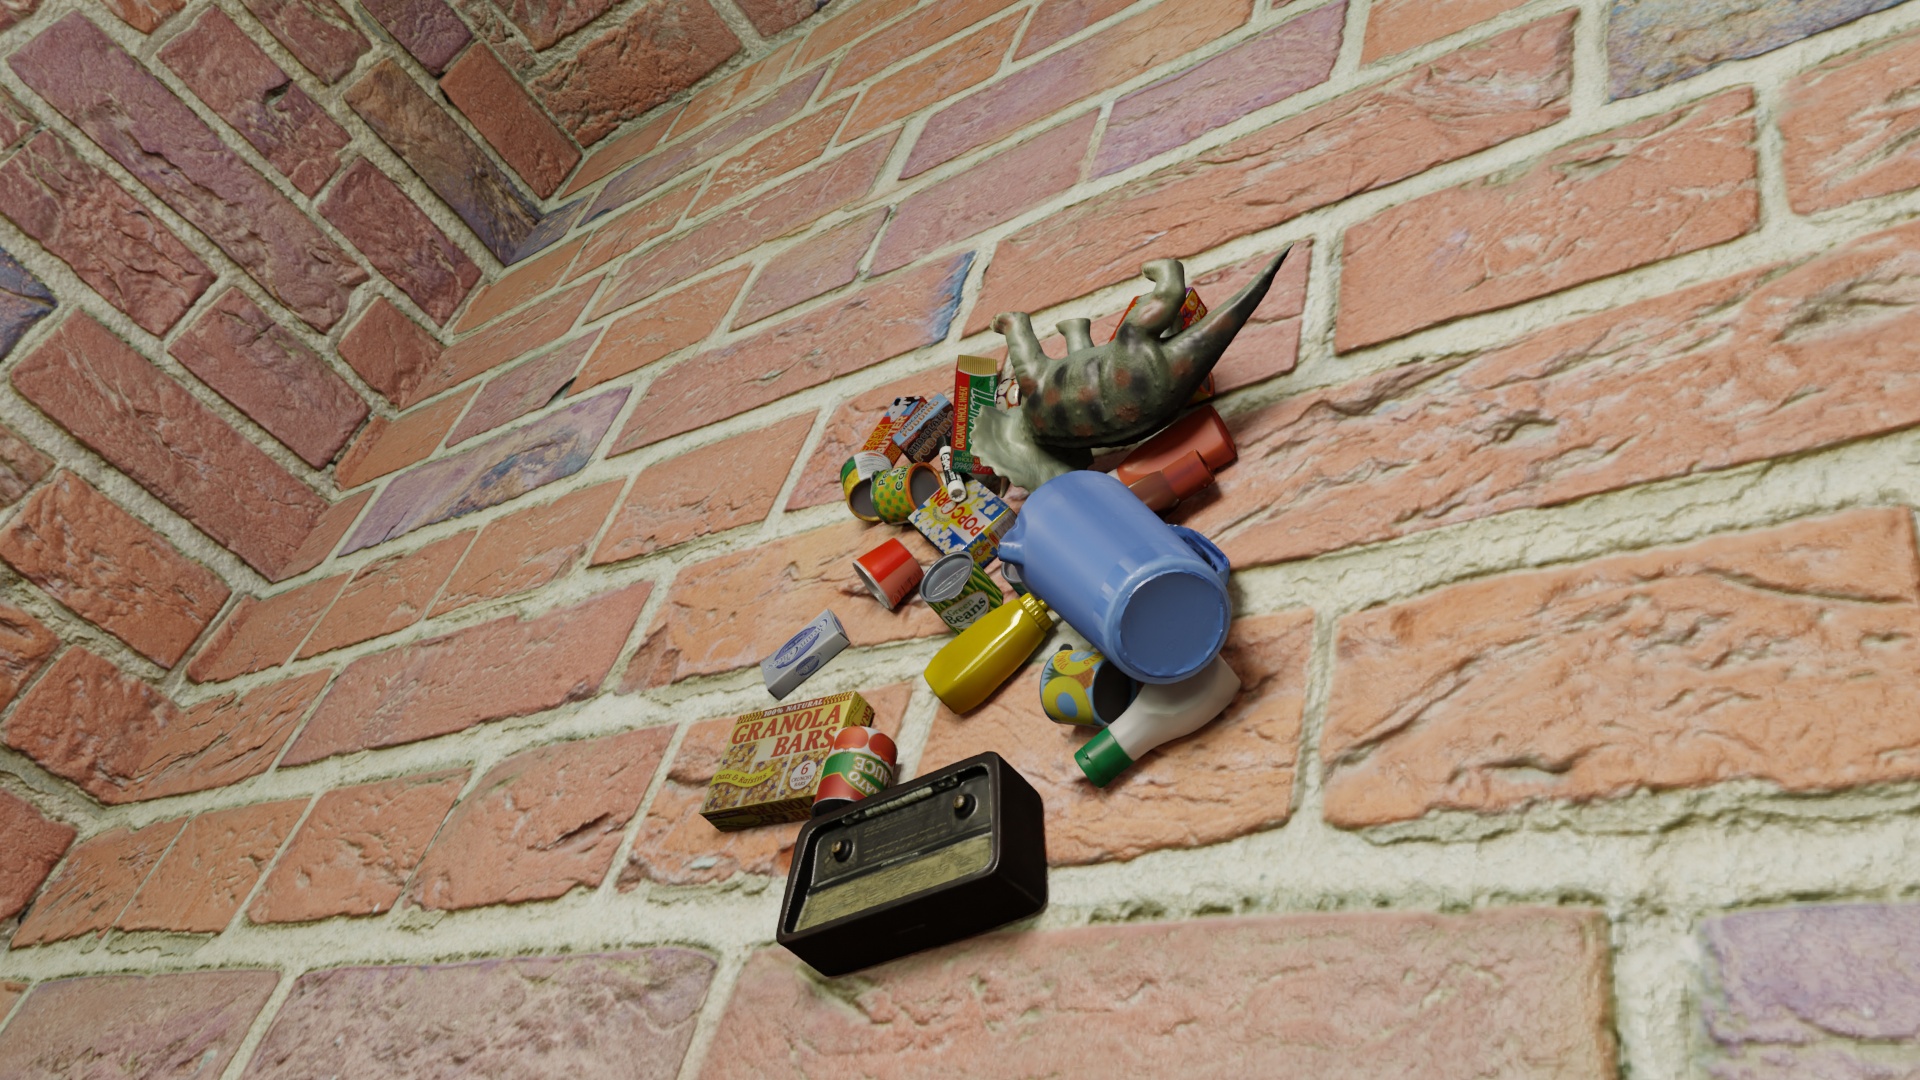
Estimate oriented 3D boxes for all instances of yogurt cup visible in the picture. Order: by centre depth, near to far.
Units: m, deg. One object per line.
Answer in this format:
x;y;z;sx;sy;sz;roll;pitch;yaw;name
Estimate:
-0.076;0.034;1.508;0.054;0.072;0.072;-38;32;-11;yogurt cup

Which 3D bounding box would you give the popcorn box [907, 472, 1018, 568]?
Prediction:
0.005;-0.019;1.507;0.085;0.038;0.127;-43;33;-3;popcorn box

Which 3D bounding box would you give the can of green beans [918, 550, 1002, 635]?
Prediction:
0.001;0.054;1.408;0.071;0.057;0.071;-27;35;21;can of green beans

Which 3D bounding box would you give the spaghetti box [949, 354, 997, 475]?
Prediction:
0.017;-0.149;1.610;0.050;0.028;0.251;6;32;-2;spaghetti box

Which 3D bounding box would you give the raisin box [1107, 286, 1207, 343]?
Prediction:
0.209;-0.222;1.539;0.086;0.040;0.124;-2;48;46;raisin box

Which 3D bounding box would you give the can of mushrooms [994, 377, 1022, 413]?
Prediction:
0.071;-0.152;1.573;0.033;0.071;0.071;-5;47;41;can of mushrooms

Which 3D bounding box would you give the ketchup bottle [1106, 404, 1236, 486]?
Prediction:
0.195;-0.074;1.373;0.148;0.043;0.065;-29;43;18;ketchup bottle

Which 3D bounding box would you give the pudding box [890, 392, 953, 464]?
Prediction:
-0.037;-0.132;1.675;0.084;0.049;0.030;-42;34;-2;pudding box

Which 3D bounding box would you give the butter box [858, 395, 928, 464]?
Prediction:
-0.084;-0.137;1.752;0.053;0.024;0.104;1;51;47;butter box

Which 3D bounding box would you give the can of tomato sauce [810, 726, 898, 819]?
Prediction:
-0.096;0.225;1.297;0.071;0.071;0.083;-20;37;30;can of tomato sauce

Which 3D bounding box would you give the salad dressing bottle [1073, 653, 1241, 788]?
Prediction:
0.161;0.146;1.149;0.147;0.044;0.064;-39;37;5;salad dressing bottle

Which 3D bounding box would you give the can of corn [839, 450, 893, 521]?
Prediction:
-0.107;-0.062;1.651;0.071;0.071;0.058;-35;34;10;can of corn

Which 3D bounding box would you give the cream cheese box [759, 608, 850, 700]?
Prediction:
-0.173;0.125;1.533;0.104;0.024;0.053;-39;33;3;cream cheese box

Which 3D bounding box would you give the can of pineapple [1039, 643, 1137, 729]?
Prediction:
0.110;0.127;1.199;0.058;0.071;0.071;0;50;44;can of pineapple

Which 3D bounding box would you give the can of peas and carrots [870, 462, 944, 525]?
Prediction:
-0.061;-0.055;1.588;0.058;0.070;0.071;-9;44;39;can of peas and carrots

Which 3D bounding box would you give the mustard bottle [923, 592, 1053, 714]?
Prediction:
0.040;0.097;1.326;0.160;0.048;0.065;-40;33;1;mustard bottle

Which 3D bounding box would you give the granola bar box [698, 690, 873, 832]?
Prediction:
-0.175;0.224;1.404;0.165;0.039;0.125;-16;40;34;granola bar box

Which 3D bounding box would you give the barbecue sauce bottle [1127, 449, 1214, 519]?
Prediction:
0.171;-0.033;1.331;0.148;0.065;0.044;-32;72;15;barbecue sauce bottle

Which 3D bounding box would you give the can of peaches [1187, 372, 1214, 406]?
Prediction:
0.224;-0.169;1.439;0.058;0.071;0.071;-23;37;27;can of peaches

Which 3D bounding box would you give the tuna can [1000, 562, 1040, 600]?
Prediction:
0.075;0.025;1.389;0.071;0.032;0.071;-27;35;21;tuna can
